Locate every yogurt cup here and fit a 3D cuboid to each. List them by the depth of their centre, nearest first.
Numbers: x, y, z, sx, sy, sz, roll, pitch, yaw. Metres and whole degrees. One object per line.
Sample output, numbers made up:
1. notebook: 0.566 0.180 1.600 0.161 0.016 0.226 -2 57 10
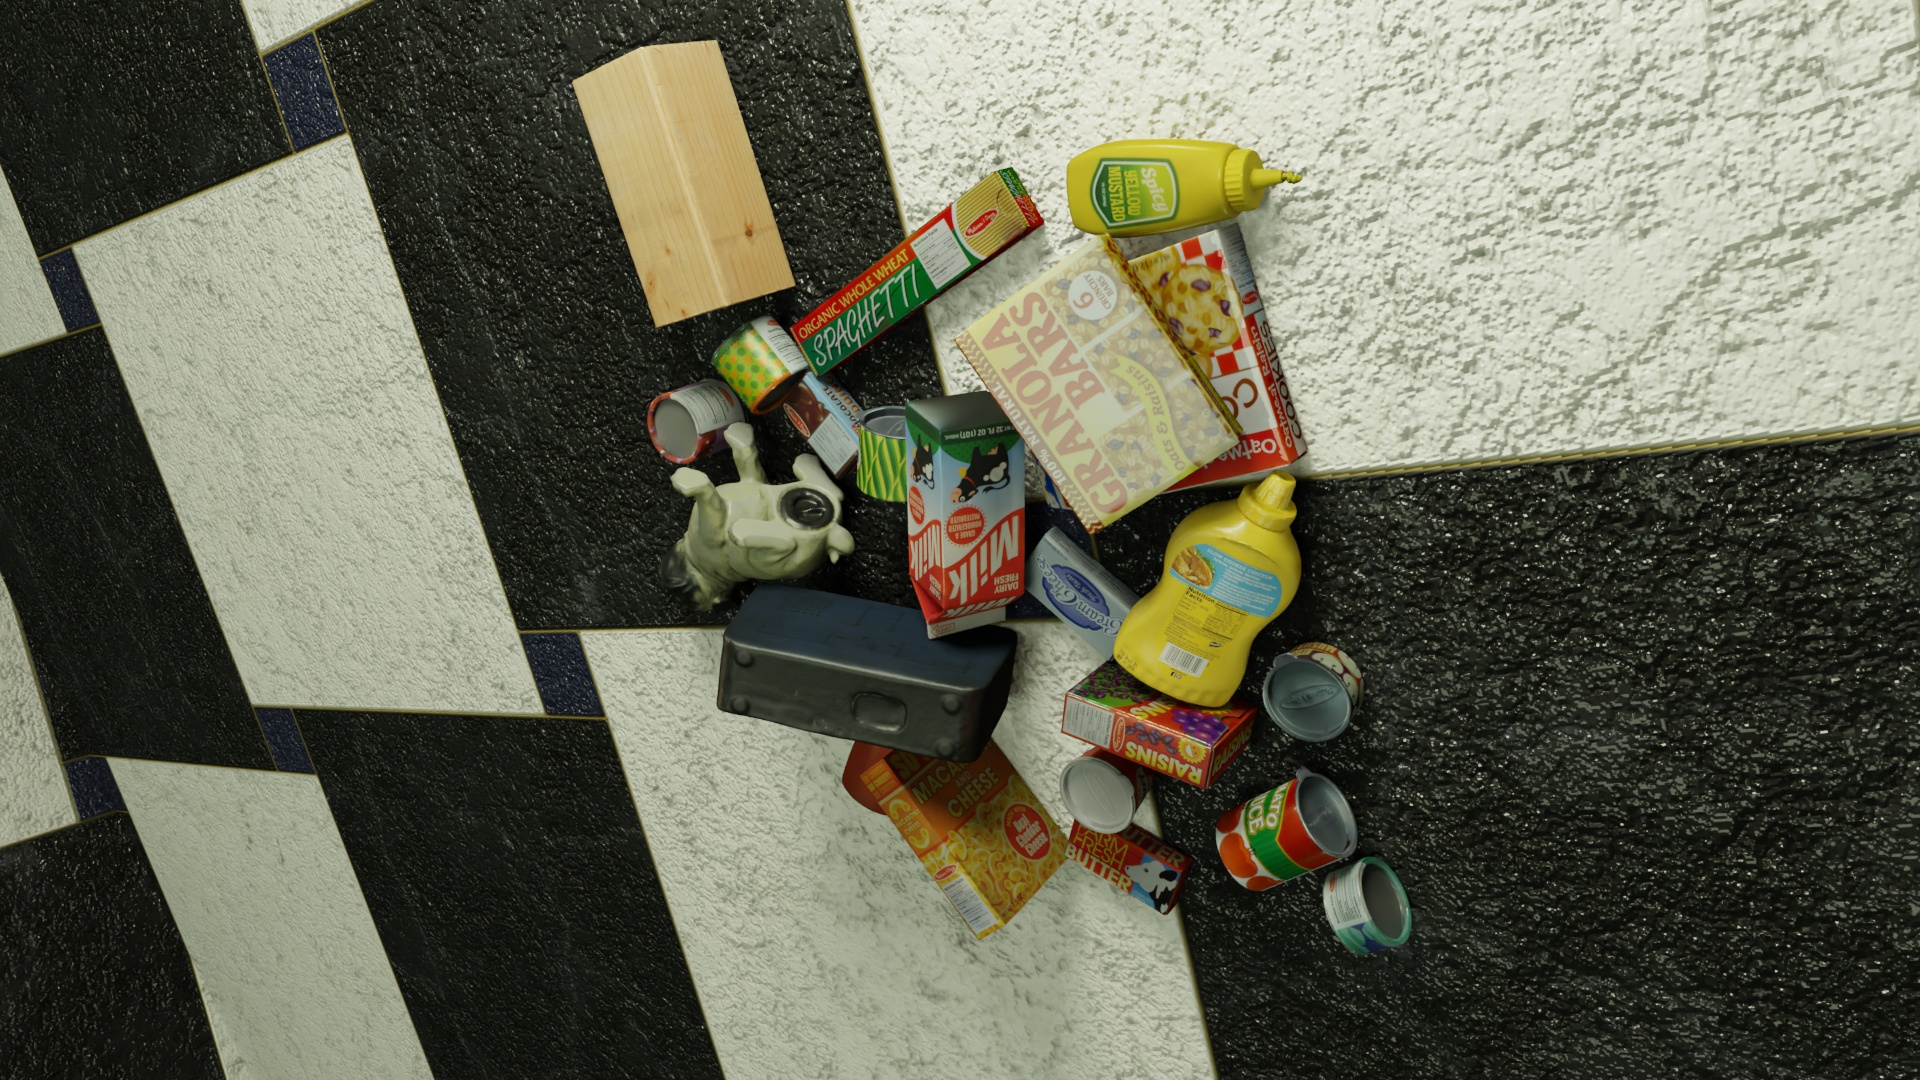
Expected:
1. yogurt cup: 0.122 0.195 1.127 0.072 0.054 0.072 14 117 30

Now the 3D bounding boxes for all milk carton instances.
1. milk carton: 0.004 -0.014 1.090 0.073 0.072 0.189 -137 40 -56

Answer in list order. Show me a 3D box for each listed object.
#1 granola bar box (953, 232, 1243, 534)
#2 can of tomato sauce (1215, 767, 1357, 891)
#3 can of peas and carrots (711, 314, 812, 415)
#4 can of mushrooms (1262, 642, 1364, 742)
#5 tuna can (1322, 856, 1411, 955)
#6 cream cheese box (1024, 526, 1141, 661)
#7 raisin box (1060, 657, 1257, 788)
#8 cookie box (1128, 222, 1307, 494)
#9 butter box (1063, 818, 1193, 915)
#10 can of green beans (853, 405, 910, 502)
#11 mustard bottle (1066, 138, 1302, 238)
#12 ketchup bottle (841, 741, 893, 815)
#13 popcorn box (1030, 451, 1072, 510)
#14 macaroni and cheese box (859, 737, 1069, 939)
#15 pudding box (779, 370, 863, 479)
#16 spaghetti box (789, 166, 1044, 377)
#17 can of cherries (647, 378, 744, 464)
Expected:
1. granola bar box: 0.094 -0.105 0.943 0.124 0.039 0.165 -33 95 21
2. can of tomato sauce: 0.243 0.218 1.044 0.082 0.071 0.071 -38 86 40
3. can of peas and carrots: -0.168 -0.146 1.175 0.059 0.071 0.070 50 129 6
4. can of mushrooms: 0.256 0.107 1.009 0.071 0.033 0.070 15 118 30
5. tuna can: 0.303 0.271 1.027 0.032 0.071 0.071 -33 89 39
6. cream cheese box: 0.097 0.042 1.098 0.104 0.024 0.053 41 128 14
7. raisin box: 0.151 0.136 1.060 0.123 0.086 0.040 19 115 28
8. cookie box: 0.159 -0.122 0.975 0.122 0.040 0.167 -13 101 38
9. butter box: 0.139 0.264 1.163 0.103 0.024 0.052 28 124 23
10. can of green beans: -0.051 -0.070 1.126 0.071 0.071 0.057 20 120 27
11. mustard bottle: 0.149 -0.238 0.926 0.160 0.049 0.065 4 113 34
12. ketchup bottle: -0.061 0.178 1.254 0.065 0.044 0.148 32 125 19
13. popcorn box: 0.079 -0.085 1.023 0.085 0.038 0.126 12 122 70
14. macaroni and cheese box: 0.007 0.233 1.178 0.166 0.124 0.040 53 128 5
15. pudding box: -0.109 -0.100 1.177 0.084 0.030 0.049 51 130 7
16. spaghetti box: -0.041 -0.205 1.086 0.249 0.029 0.050 -28 92 39
17. can of cherries: -0.239 -0.105 1.247 0.071 0.059 0.071 14 116 30
